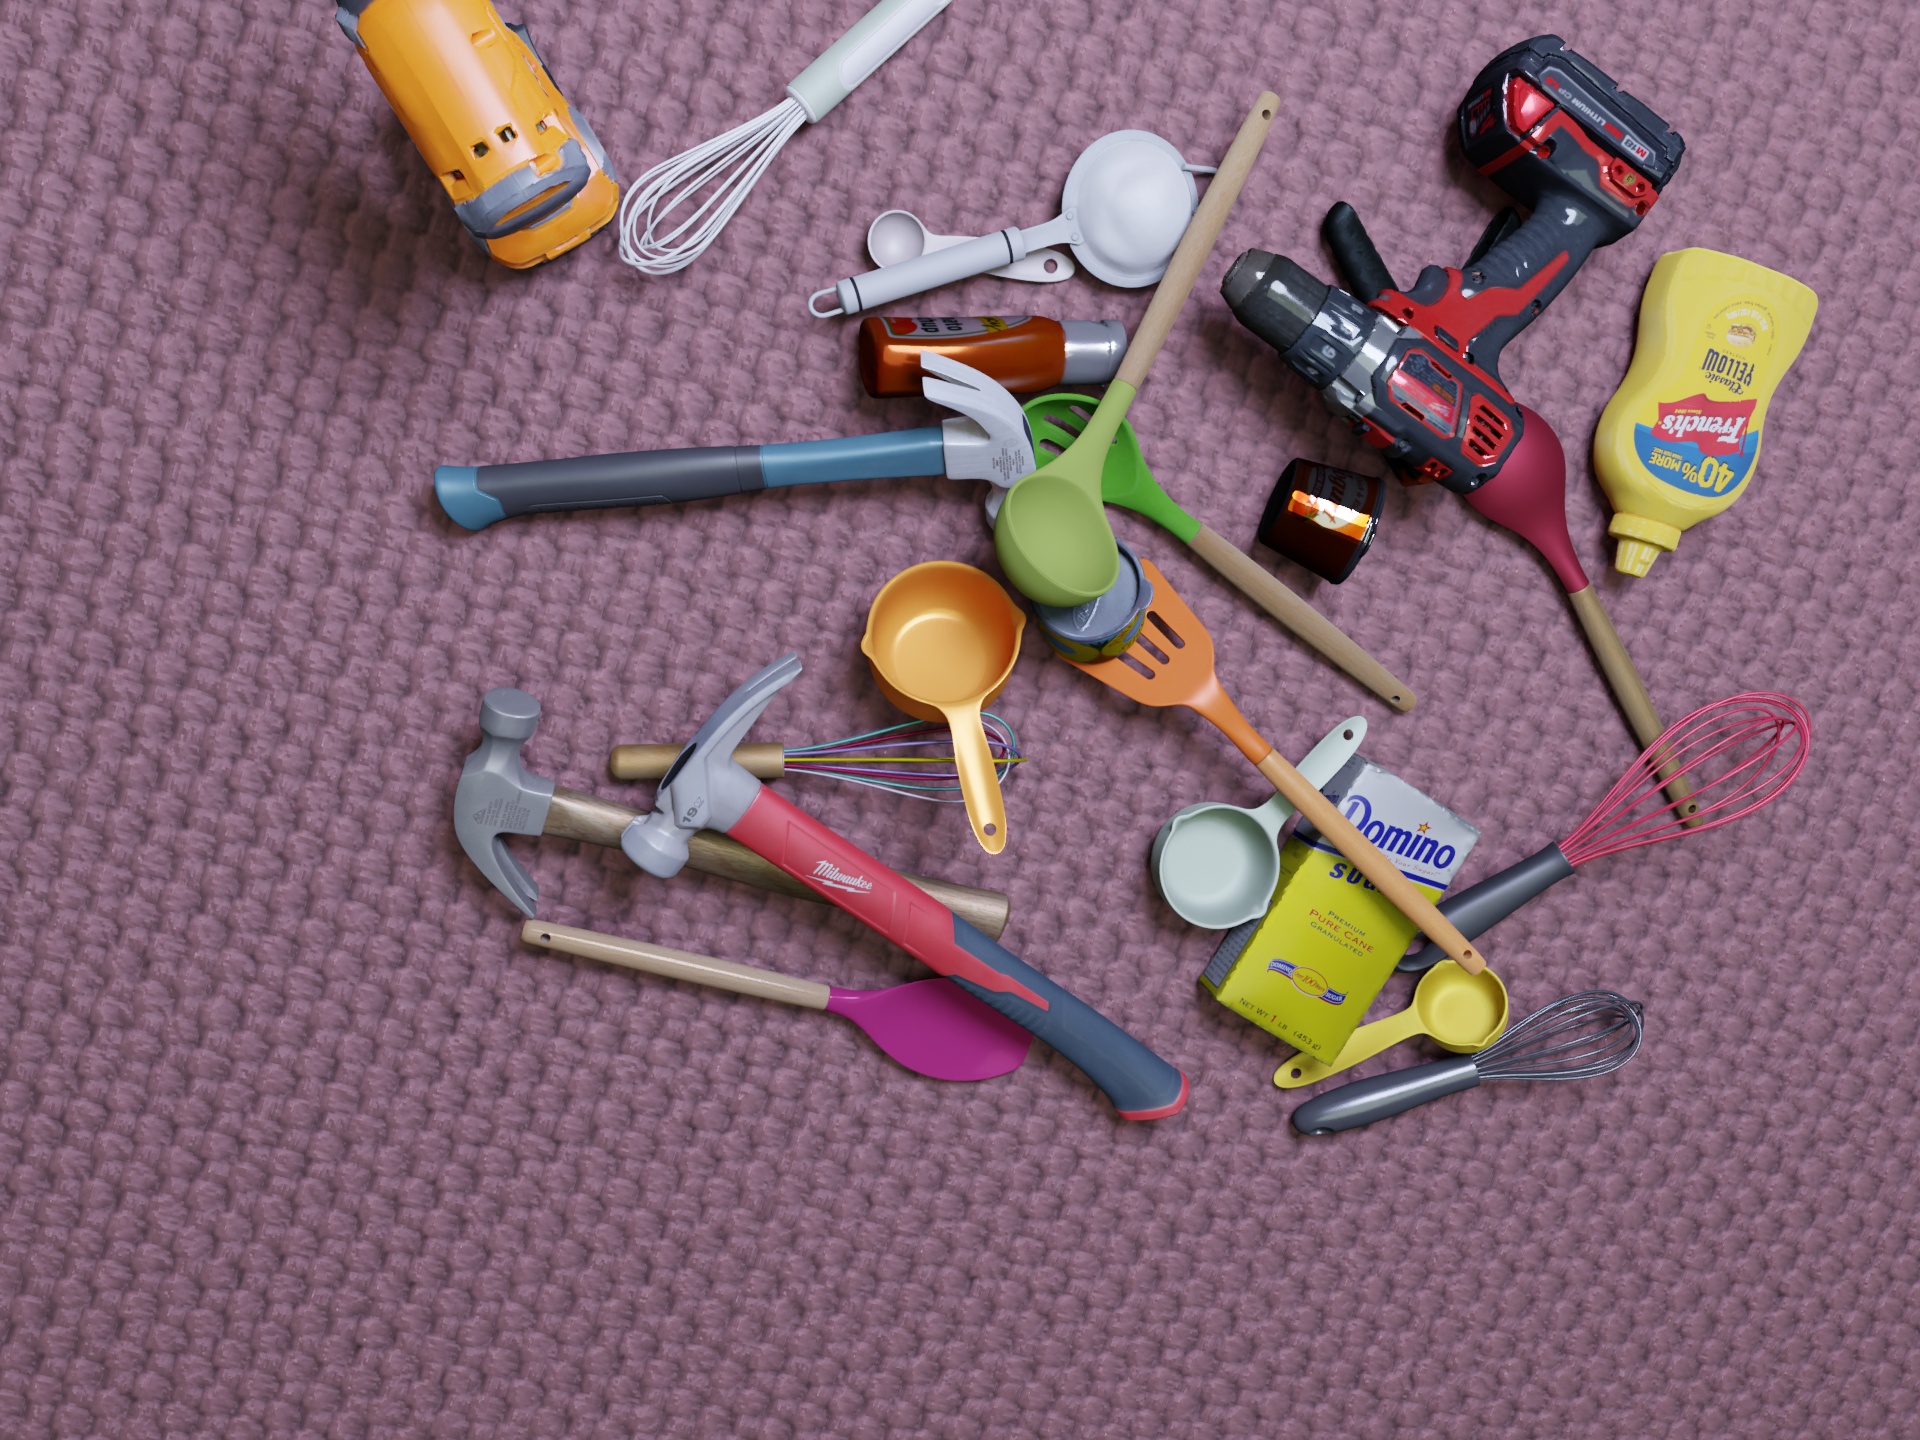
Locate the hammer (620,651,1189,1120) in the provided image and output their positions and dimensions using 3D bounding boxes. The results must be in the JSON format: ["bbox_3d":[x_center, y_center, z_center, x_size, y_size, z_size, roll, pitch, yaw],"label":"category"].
[{"bbox_3d":[0.001,0.119,0.932,0.386,0.038,0.143,36,98,-22],"label":"hammer"}]

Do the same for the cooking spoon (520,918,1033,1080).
[{"bbox_3d":[-0.106,0.162,0.963,0.318,0.017,0.068,15,102,-14],"label":"cooking spoon"}]

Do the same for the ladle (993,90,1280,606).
[{"bbox_3d":[0.108,-0.209,0.876,0.078,0.062,0.320,29,86,-23],"label":"ladle"}]

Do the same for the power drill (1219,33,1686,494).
[{"bbox_3d":[0.271,-0.265,0.890,0.188,0.080,0.227,34,89,-8],"label":"power drill"}]

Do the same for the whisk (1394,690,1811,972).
[{"bbox_3d":[0.394,0.076,0.993,0.296,0.073,0.073,-34,102,10],"label":"whisk"}]

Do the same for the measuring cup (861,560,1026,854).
[{"bbox_3d":[-0.001,-0.003,0.909,0.095,0.052,0.174,-11,75,-7],"label":"measuring cup"}]

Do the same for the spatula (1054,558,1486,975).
[{"bbox_3d":[0.196,0.038,0.954,0.322,0.041,0.081,44,85,-4],"label":"spatula"}]

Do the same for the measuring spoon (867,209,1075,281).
[{"bbox_3d":[0.006,-0.269,0.918,0.124,0.018,0.034,5,103,-15],"label":"measuring spoon"}]

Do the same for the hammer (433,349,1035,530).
[{"bbox_3d":[-0.123,-0.139,0.887,0.331,0.128,0.033,-5,58,0],"label":"hammer"}]

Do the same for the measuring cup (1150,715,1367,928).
[{"bbox_3d":[0.186,0.056,0.985,0.167,0.038,0.083,-44,99,-6],"label":"measuring cup"}]

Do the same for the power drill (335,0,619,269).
[{"bbox_3d":[-0.238,-0.306,0.767,0.084,0.226,0.164,-31,102,-2],"label":"power drill"}]

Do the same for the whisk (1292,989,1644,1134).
[{"bbox_3d":[0.329,0.226,1.029,0.239,0.055,0.055,-17,101,0],"label":"whisk"}]

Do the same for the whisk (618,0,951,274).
[{"bbox_3d":[-0.093,-0.334,0.876,0.246,0.059,0.057,-43,141,-3],"label":"whisk"}]

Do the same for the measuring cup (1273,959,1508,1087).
[{"bbox_3d":[0.276,0.205,1.022,0.156,0.062,0.029,-26,143,10],"label":"measuring cup"}]

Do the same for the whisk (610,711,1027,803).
[{"bbox_3d":[-0.082,0.022,0.936,0.245,0.047,0.051,0,118,-4],"label":"whisk"}]

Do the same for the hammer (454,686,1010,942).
[{"bbox_3d":[-0.129,0.082,0.935,0.331,0.031,0.130,16,116,-15],"label":"hammer"}]

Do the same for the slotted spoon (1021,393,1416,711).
[{"bbox_3d":[0.158,-0.096,0.956,0.313,0.031,0.070,35,127,-15],"label":"slotted spoon"}]

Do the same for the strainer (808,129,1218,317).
[{"bbox_3d":[0.038,-0.269,0.897,0.258,0.050,0.086,-19,108,-6],"label":"strainer"}]

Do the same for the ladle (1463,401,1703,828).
[{"bbox_3d":[0.397,-0.061,0.998,0.069,0.031,0.315,-33,104,-1],"label":"ladle"}]
